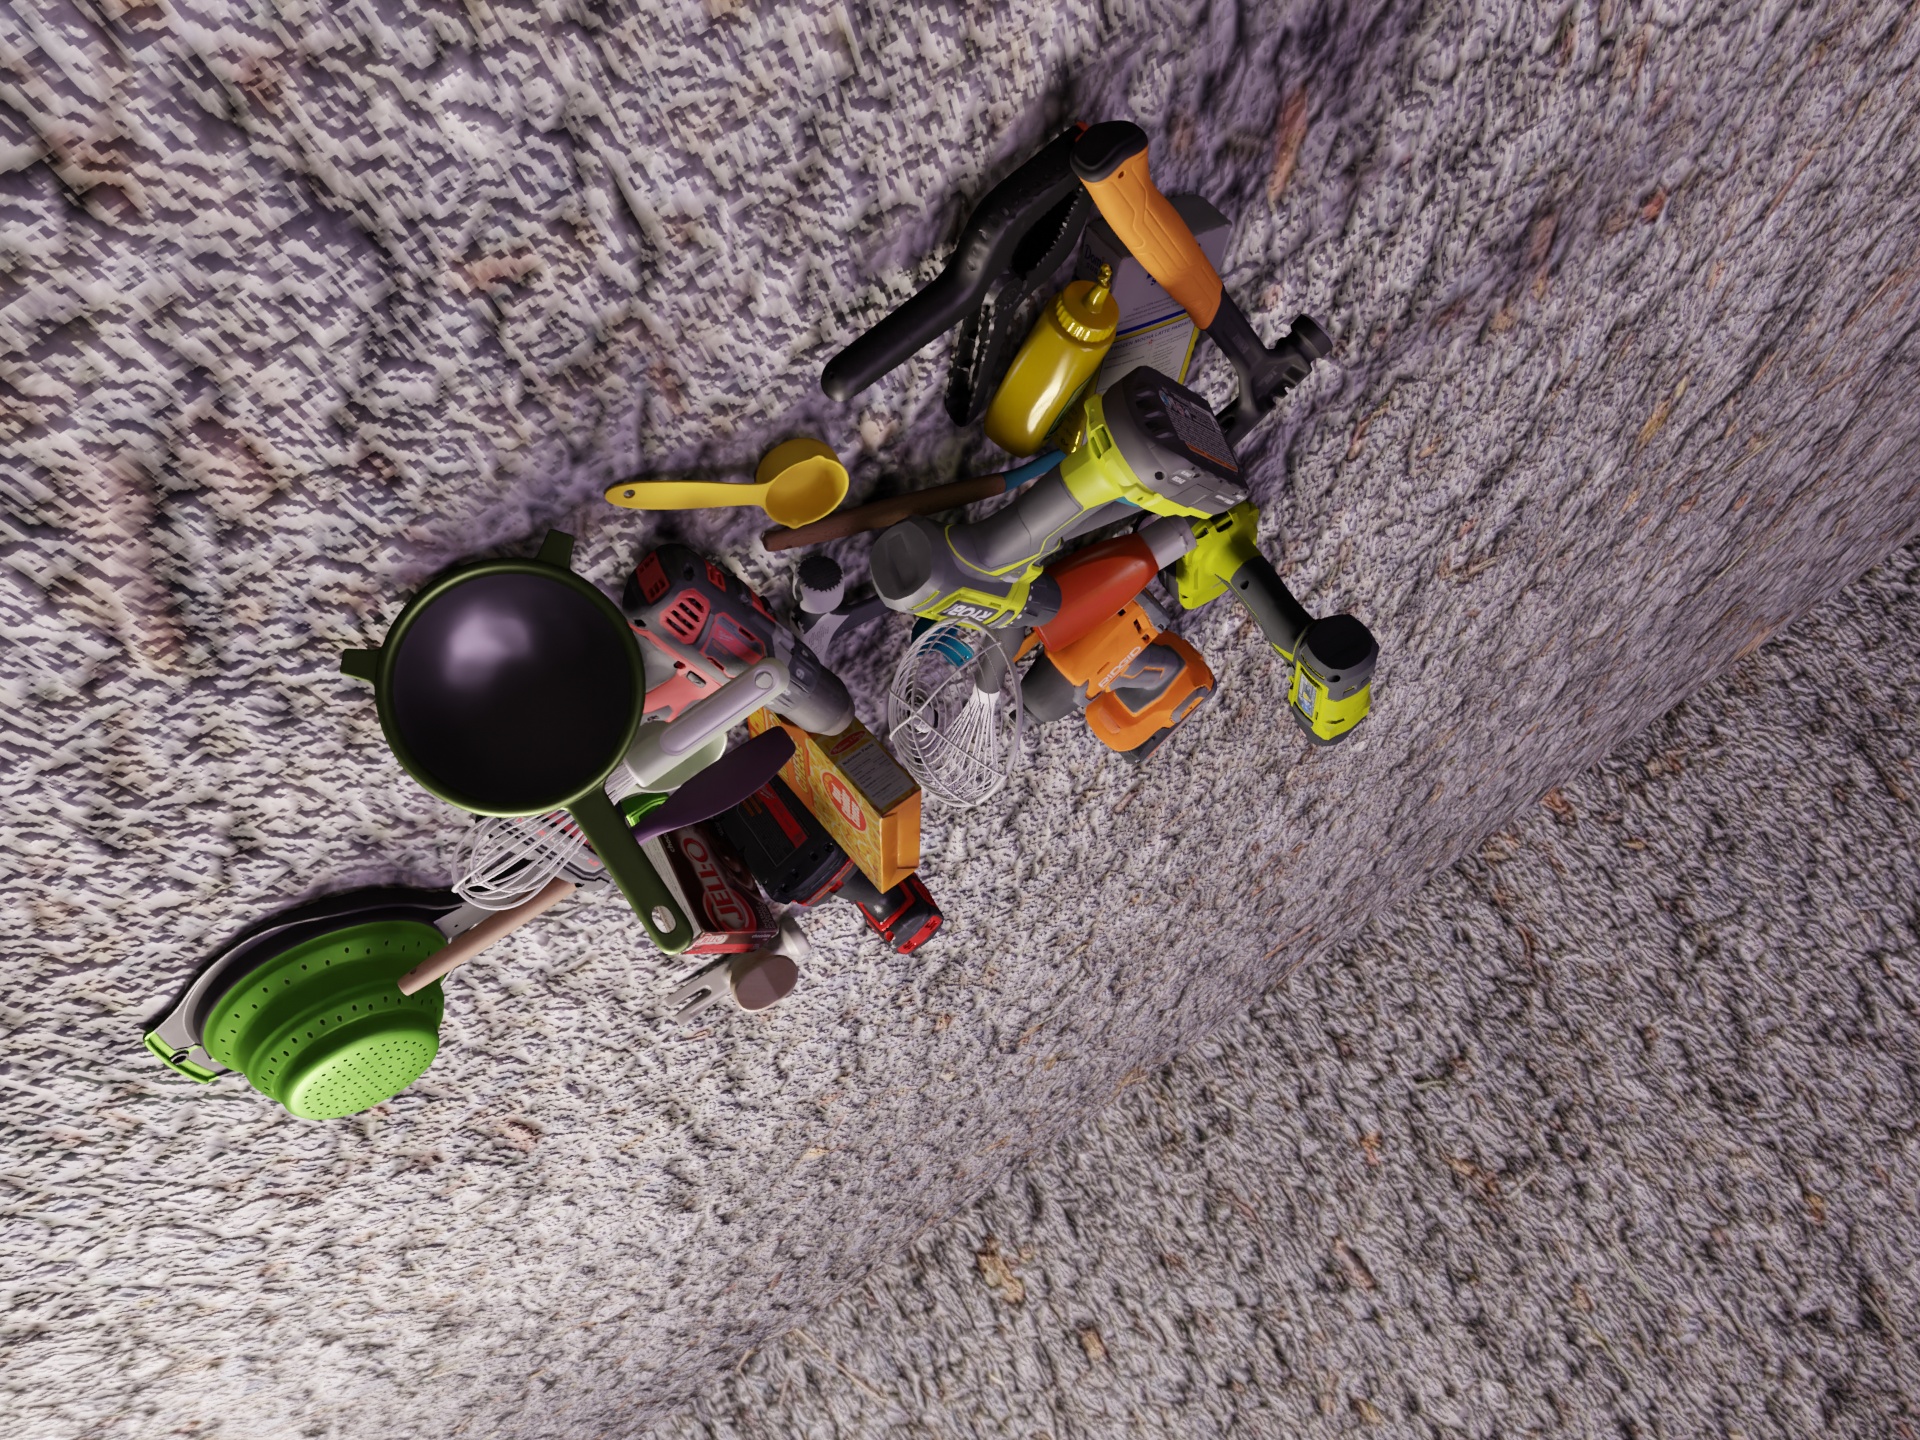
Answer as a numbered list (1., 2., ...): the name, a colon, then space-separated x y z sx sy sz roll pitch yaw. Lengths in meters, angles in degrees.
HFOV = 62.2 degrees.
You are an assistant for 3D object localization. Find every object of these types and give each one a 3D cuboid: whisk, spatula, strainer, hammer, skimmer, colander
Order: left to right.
1. colander: -0.373 0.180 1.158 0.397 0.095 0.204 -29 154 -14
2. strainer: -0.234 0.027 0.944 0.151 0.256 0.069 -33 -176 -10
3. spatula: -0.251 0.098 1.105 0.316 0.060 0.018 -33 127 -6
4. whisk: -0.210 0.035 0.989 0.246 0.058 0.059 -35 178 -7
5. hammer: -0.185 0.221 1.340 0.146 0.038 0.410 -31 179 -10
6. skimmer: -0.002 -0.004 1.187 0.090 0.127 0.363 -3 179 1
7. spatula: 0.011 -0.153 1.116 0.317 0.044 0.082 -18 166 -25
8. whisk: 0.017 -0.011 1.344 0.070 0.070 0.284 -24 155 -25
9. hammer: 0.051 -0.135 1.222 0.409 0.036 0.149 -25 154 -22
10. hammer: 0.143 -0.269 1.008 0.127 0.034 0.336 -45 152 11

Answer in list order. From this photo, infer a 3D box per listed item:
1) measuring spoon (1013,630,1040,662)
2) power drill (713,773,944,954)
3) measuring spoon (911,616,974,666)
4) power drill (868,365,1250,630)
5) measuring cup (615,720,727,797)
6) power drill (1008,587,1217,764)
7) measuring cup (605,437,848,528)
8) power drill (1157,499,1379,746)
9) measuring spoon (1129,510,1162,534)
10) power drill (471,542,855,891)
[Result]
1. measuring spoon: 0.064 -0.066 1.380 0.117 0.011 0.021 -39 154 6
2. power drill: -0.106 0.112 1.340 0.078 0.143 0.219 -43 148 4
3. measuring spoon: -0.012 -0.062 1.218 0.042 0.021 0.128 -38 166 5
4. power drill: 0.074 -0.133 1.080 0.228 0.080 0.190 -31 159 28
5. measuring cup: -0.248 0.036 1.139 0.167 0.038 0.083 -30 151 -4
6. power drill: 0.135 -0.033 1.431 0.164 0.084 0.226 -44 154 8
7. measuring cup: -0.145 -0.148 0.978 0.156 0.029 0.062 -6 143 -28
8. power drill: 0.261 -0.084 1.348 0.080 0.223 0.171 -32 154 -8
9. measuring spoon: 0.118 -0.141 1.322 0.124 0.018 0.034 -28 132 -3
10. power drill: -0.195 0.008 1.054 0.226 0.080 0.187 -43 131 9
